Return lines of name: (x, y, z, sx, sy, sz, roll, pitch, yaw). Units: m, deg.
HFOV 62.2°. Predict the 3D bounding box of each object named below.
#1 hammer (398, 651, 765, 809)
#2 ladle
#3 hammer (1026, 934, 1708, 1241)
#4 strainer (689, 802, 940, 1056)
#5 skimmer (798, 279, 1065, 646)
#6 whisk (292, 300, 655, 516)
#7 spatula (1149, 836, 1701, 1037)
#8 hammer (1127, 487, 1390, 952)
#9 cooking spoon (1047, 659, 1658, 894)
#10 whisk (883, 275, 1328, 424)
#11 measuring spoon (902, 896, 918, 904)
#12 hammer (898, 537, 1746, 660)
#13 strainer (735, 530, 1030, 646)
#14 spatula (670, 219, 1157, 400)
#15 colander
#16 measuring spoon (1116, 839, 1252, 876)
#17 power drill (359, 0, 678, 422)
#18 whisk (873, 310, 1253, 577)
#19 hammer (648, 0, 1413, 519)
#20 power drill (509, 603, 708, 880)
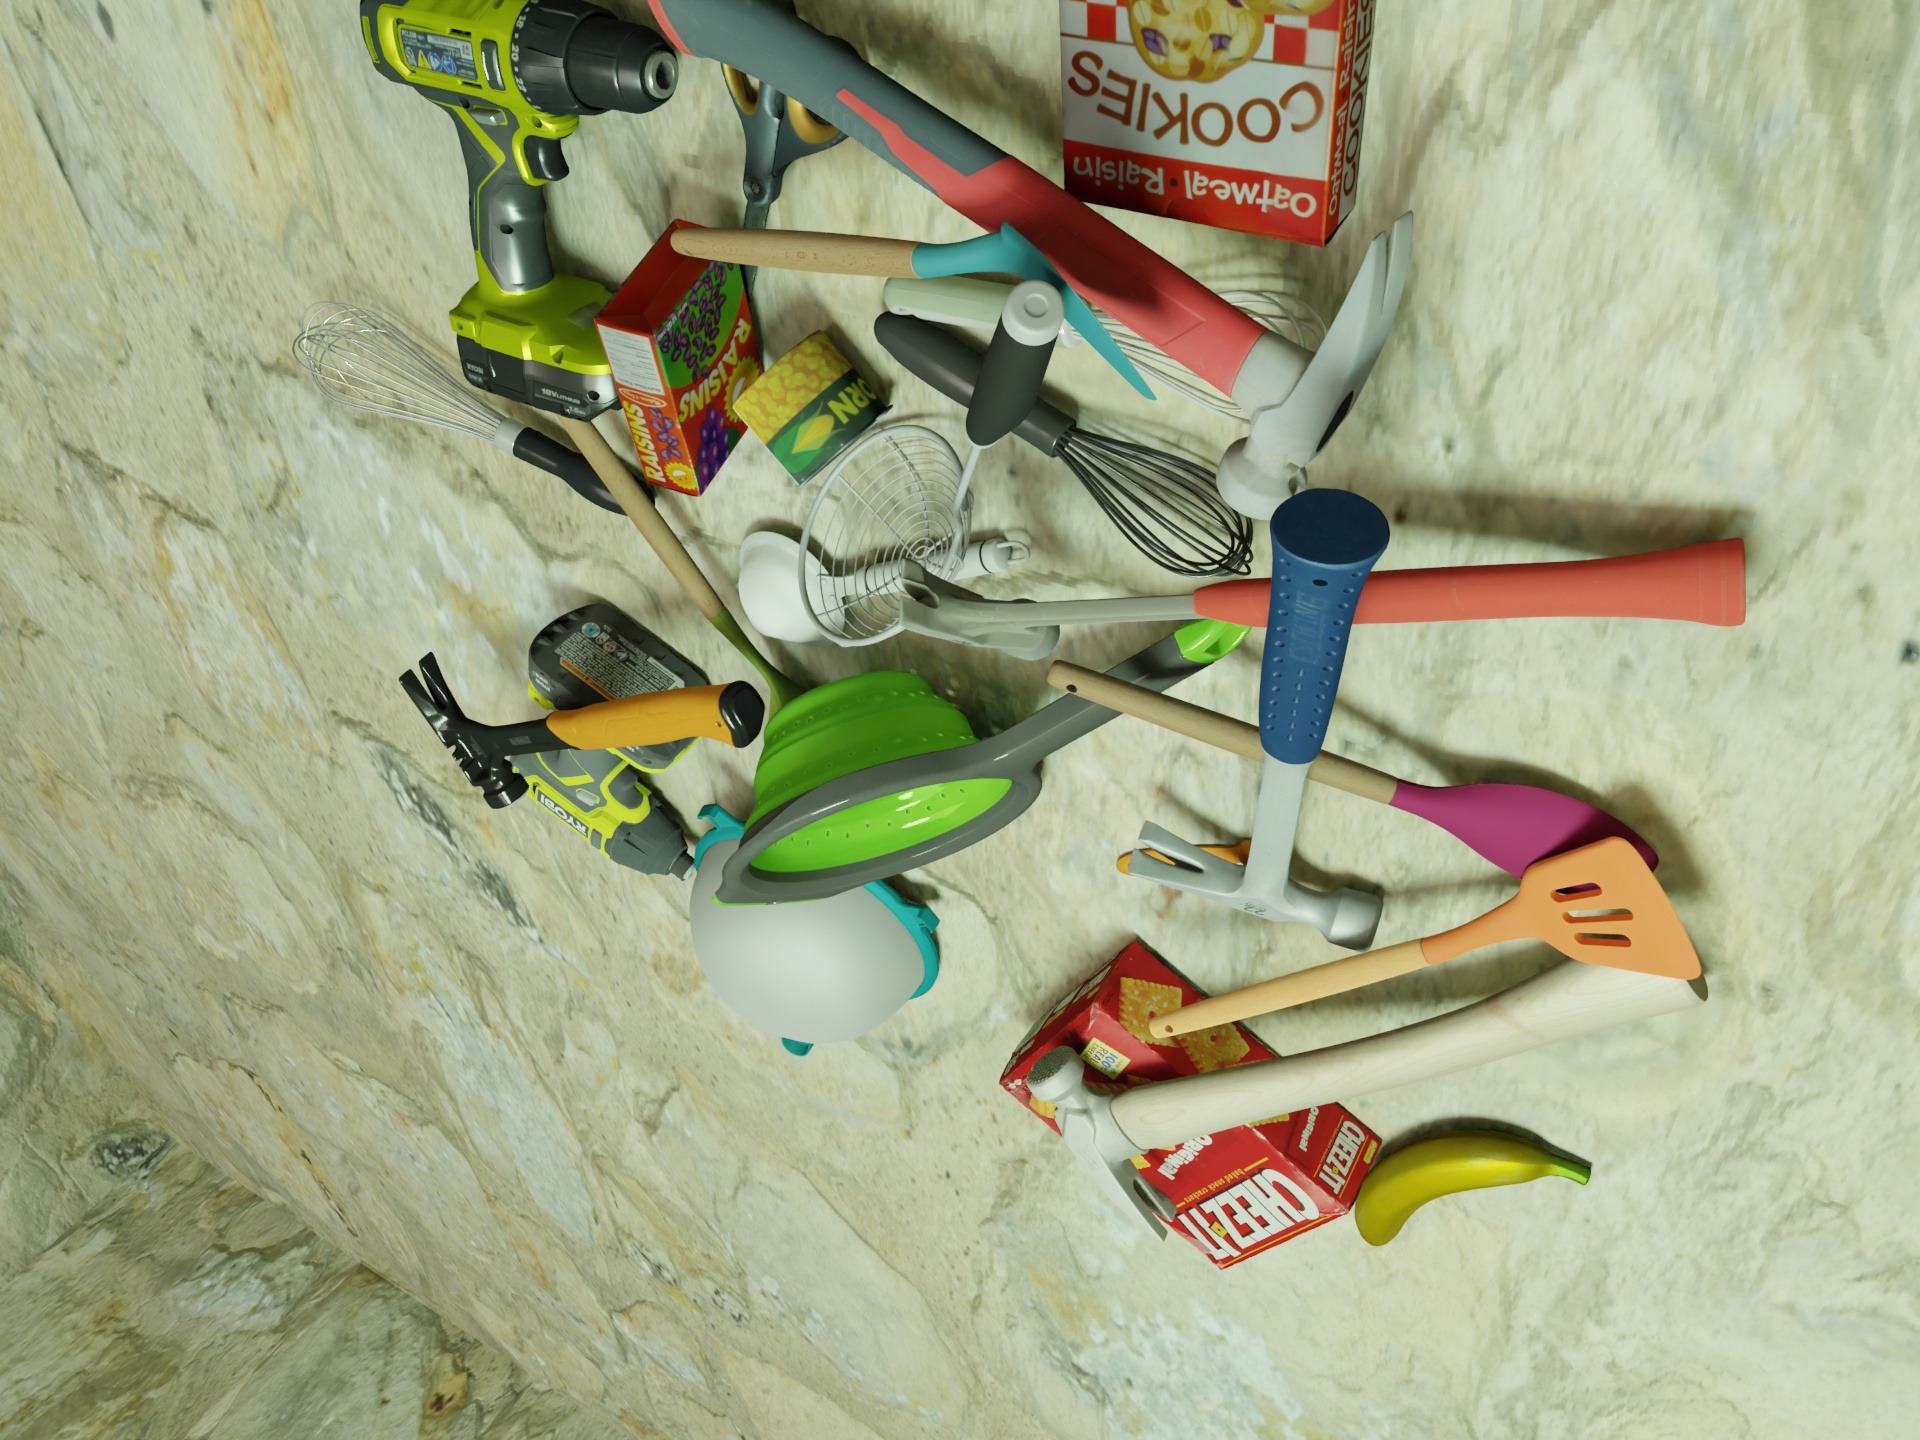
hammer: (-0.255, -0.002, 1.076, 0.337, 0.034, 0.127, -6, 123, 43)
ladle: (-0.184, -0.084, 1.034, 0.320, 0.062, 0.078, 56, 180, -21)
hammer: (0.231, 0.210, 0.928, 0.410, 0.038, 0.146, -27, 105, 37)
strainer: (-0.137, 0.215, 1.250, 0.211, 0.095, 0.340, 25, 144, 9)
skimmer: (-0.025, -0.123, 0.747, 0.090, 0.127, 0.363, 11, 169, -6)
whisk: (-0.325, -0.204, 1.062, 0.284, 0.070, 0.070, 27, 140, 10)
spatula: (0.228, 0.135, 0.858, 0.322, 0.041, 0.081, -26, 99, 38)
hammer: (0.149, 0.017, 0.756, 0.144, 0.035, 0.405, 16, 157, 14)
cooking spoon: (0.196, 0.028, 0.813, 0.319, 0.017, 0.068, 20, 139, 5)
whisk: (0.061, -0.187, 0.756, 0.246, 0.057, 0.059, 19, 101, 32)
measuring spoon: (-0.076, 0.136, 1.199, 0.124, 0.018, 0.034, 11, 133, 36)
hammer: (0.156, -0.056, 0.720, 0.359, 0.149, 0.037, -1, 85, 25)
strainer: (-0.062, -0.084, 0.964, 0.258, 0.050, 0.086, -7, 121, 40)
spatula: (-0.041, -0.201, 0.716, 0.318, 0.044, 0.082, 20, 167, 42)
colander: (-0.001, -0.003, 0.943, 0.397, 0.204, 0.095, -31, 68, 35)
measuring spoon: (0.139, 0.088, 0.976, 0.117, 0.011, 0.021, -12, 118, 46)
power drill: (-0.225, -0.289, 0.878, 0.191, 0.080, 0.228, 21, 135, 25)
whisk: (0.049, -0.143, 0.807, 0.239, 0.055, 0.055, 35, 142, 14)
hammer: (0.011, -0.247, 0.687, 0.386, 0.038, 0.143, 39, 144, 15)
power drill: (-0.262, 0.028, 1.213, 0.171, 0.080, 0.223, 36, 145, 8)
